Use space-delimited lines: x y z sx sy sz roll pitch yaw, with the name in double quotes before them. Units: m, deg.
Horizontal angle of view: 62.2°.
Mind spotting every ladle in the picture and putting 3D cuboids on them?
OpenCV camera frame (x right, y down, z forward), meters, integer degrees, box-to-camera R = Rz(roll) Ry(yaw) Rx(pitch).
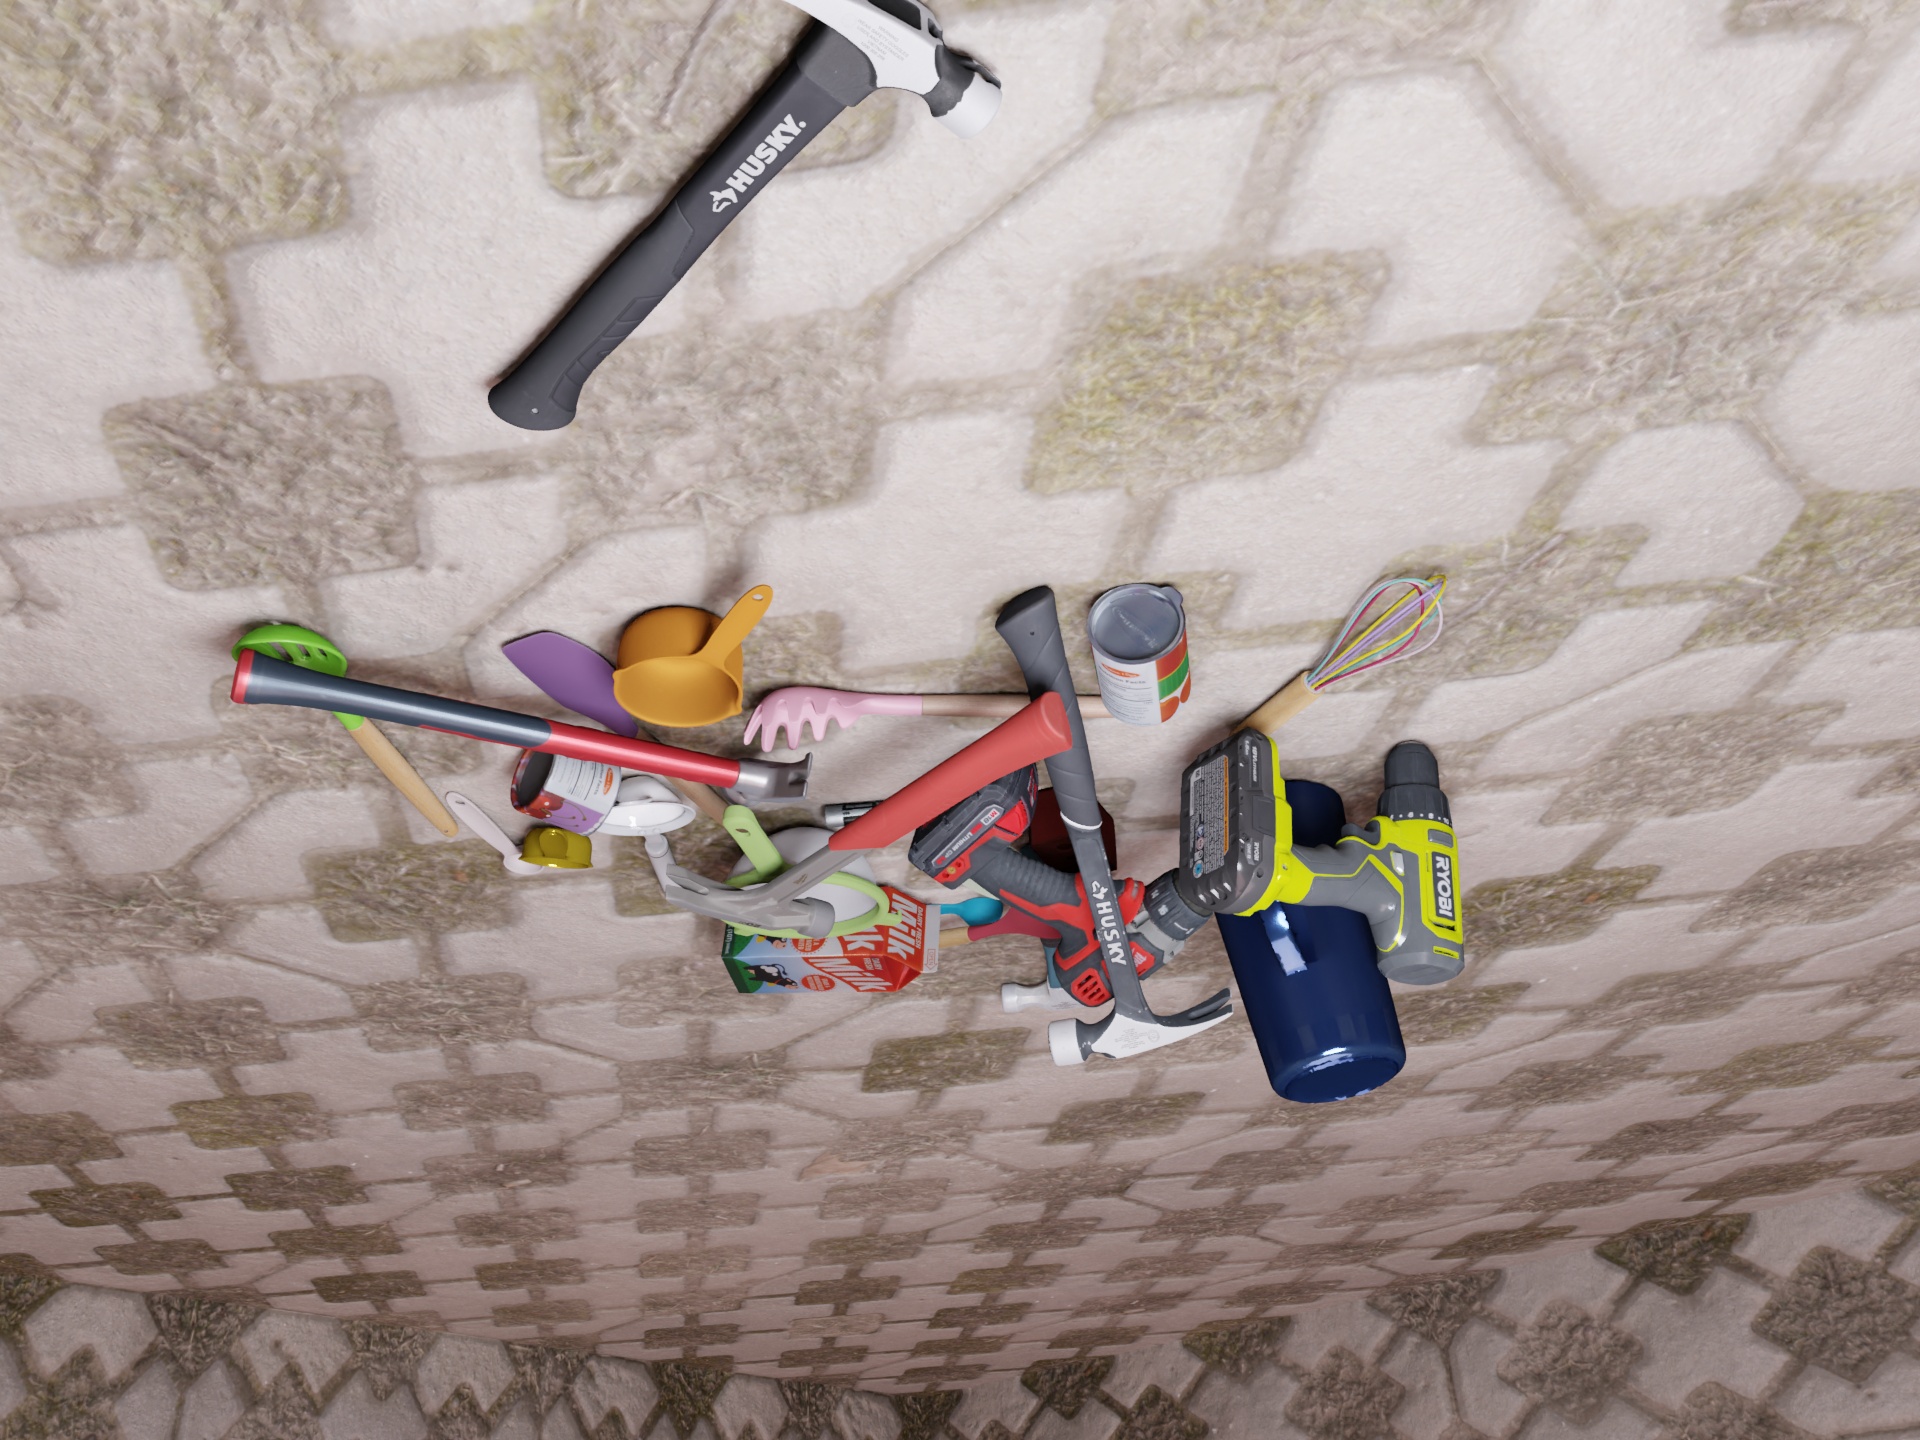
"ladle" -0.010 0.200 1.478 0.315 0.031 0.069 -17 137 37

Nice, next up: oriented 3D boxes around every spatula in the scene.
"spatula" -0.237 0.021 1.222 0.060 0.018 0.315 -16 144 16

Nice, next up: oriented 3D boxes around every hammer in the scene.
"hammer" 0.088 0.203 1.518 0.128 0.033 0.330 -5 147 5
"hammer" -0.144 -0.247 0.795 0.146 0.035 0.334 24 139 -36
"hammer" -0.060 0.071 1.155 0.149 0.037 0.359 22 140 -36
"hammer" 0.098 0.088 1.169 0.149 0.036 0.408 -11 119 10
"hammer" -0.295 0.007 1.102 0.386 0.038 0.143 13 170 -24

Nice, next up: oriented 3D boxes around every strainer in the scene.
"strainer" -0.146 0.107 1.306 0.151 0.069 0.256 -5 152 9
"strainer" -0.256 0.099 1.325 0.087 0.050 0.258 -6 153 -4

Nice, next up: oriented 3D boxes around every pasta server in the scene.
"pasta server" -0.002 -0.004 1.184 0.316 0.040 0.060 0 160 -7

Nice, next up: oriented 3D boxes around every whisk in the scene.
"whisk" 0.266 -0.035 1.150 0.051 0.047 0.245 11 148 -23

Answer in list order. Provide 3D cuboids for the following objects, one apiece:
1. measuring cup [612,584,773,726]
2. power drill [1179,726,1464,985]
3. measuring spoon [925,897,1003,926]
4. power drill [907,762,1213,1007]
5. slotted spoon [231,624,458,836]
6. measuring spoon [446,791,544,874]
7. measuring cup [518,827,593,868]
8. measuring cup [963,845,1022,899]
"measuring cup" -0.170 -0.060 1.071 0.095 0.052 0.173 18 140 -29
"power drill" 0.283 0.086 1.207 0.228 0.191 0.080 16 152 -22
"measuring spoon" -0.023 0.186 1.491 0.128 0.021 0.042 -2 147 -3
"power drill" 0.093 0.111 1.246 0.226 0.080 0.188 39 120 -14
"slotted spoon" -0.443 0.013 1.189 0.070 0.031 0.313 -6 149 5
"measuring spoon" -0.389 0.090 1.328 0.034 0.018 0.124 -14 139 17
"measuring cup" -0.325 0.093 1.282 0.062 0.029 0.156 7 163 -11
"measuring cup" 0.058 0.142 1.339 0.168 0.038 0.083 26 163 16
